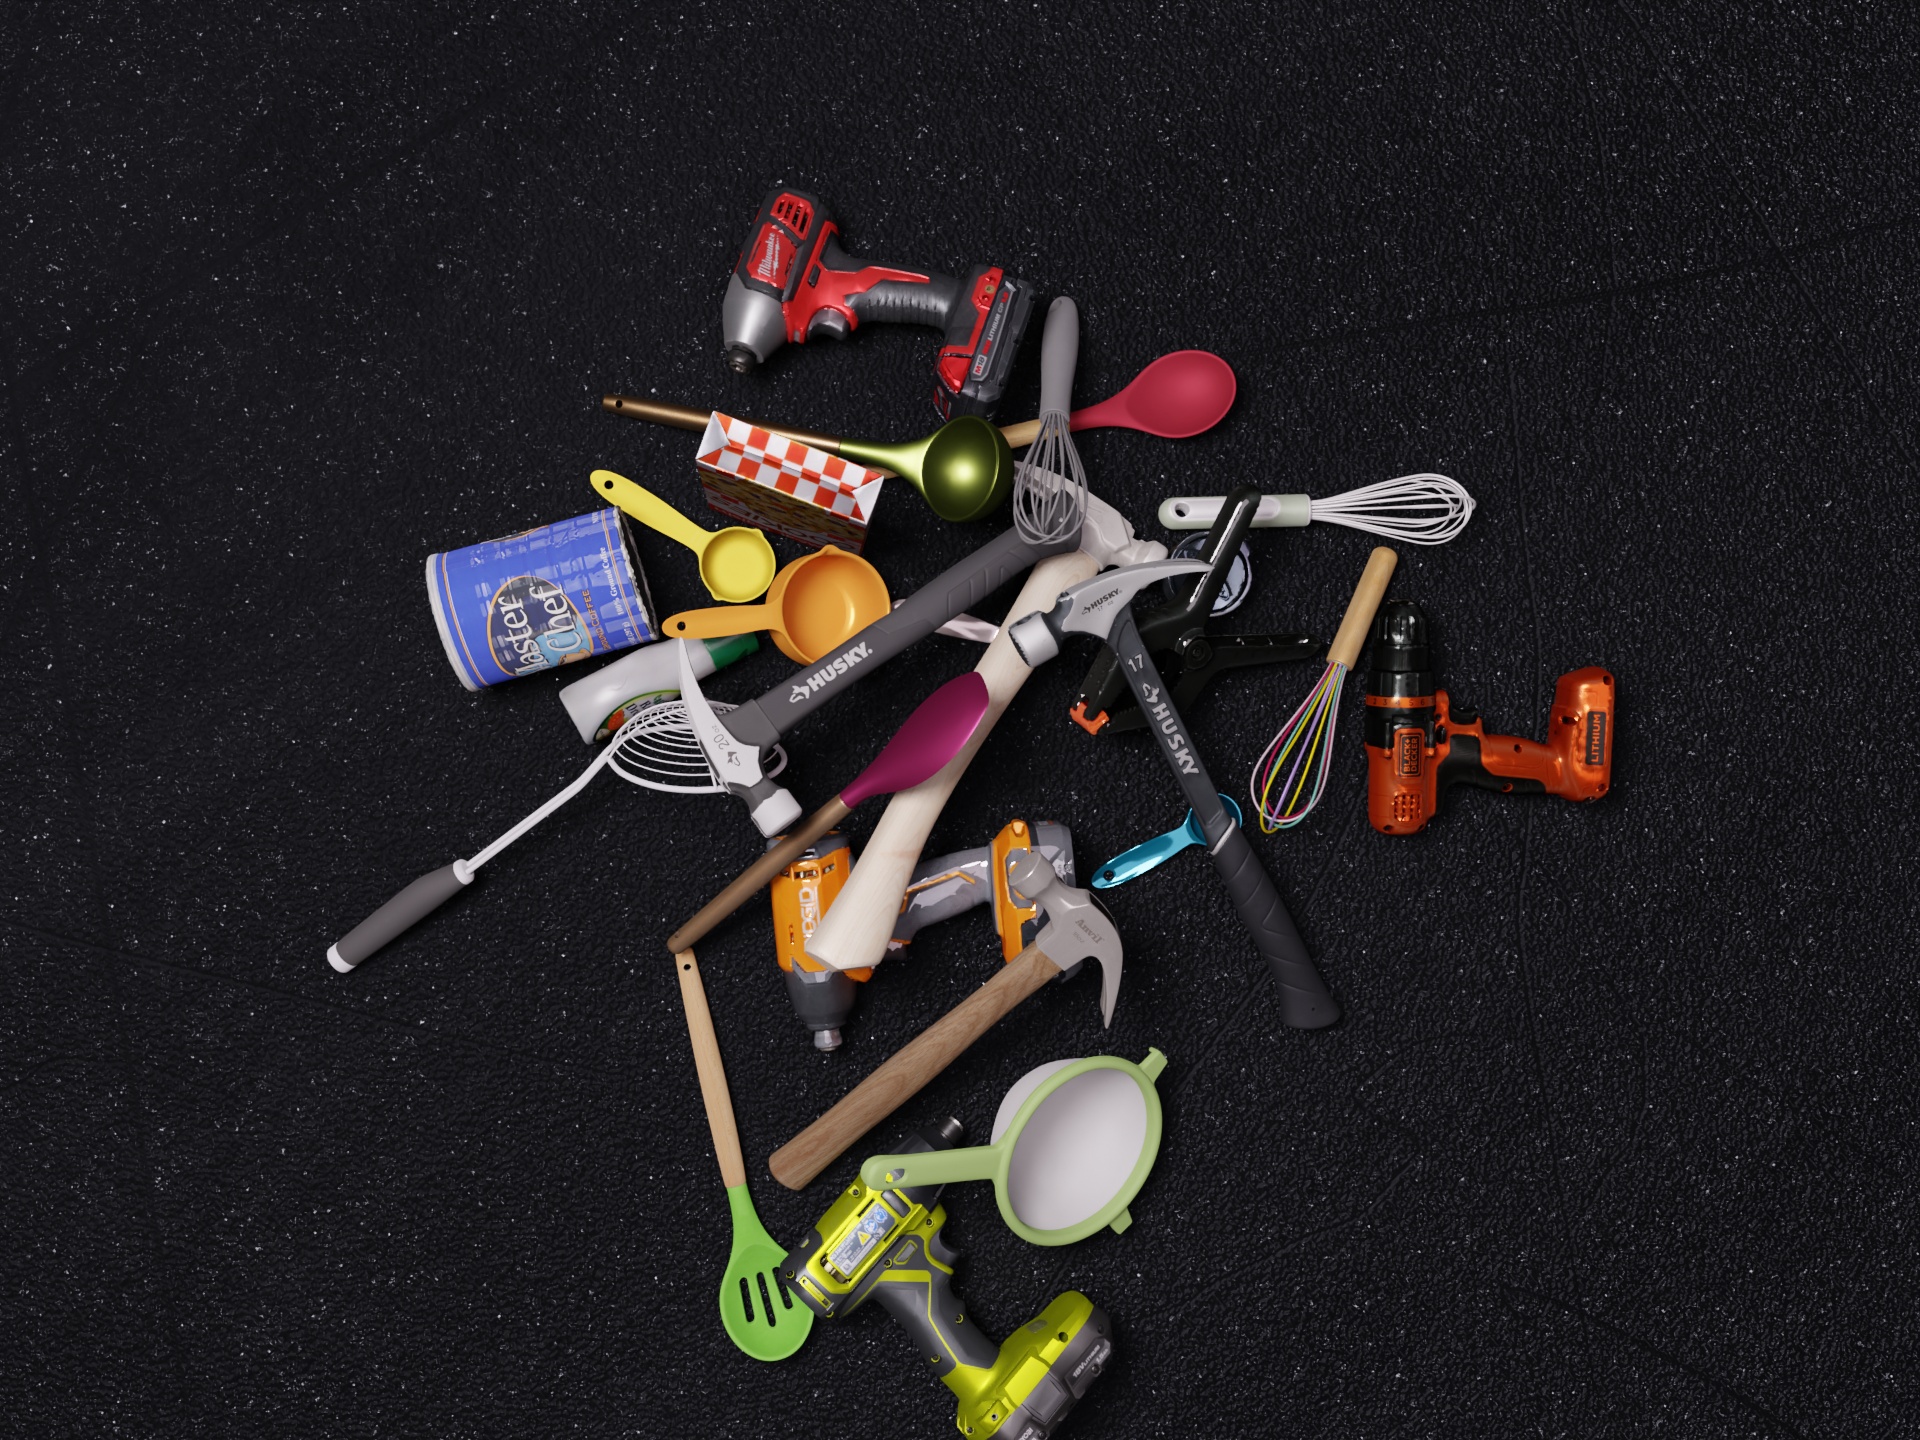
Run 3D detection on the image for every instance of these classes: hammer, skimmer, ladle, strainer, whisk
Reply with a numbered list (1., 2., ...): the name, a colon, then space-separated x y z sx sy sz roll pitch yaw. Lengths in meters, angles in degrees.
1. hammer: -0.002 -0.004 1.164 0.146 0.038 0.411 33 71 -3
2. hammer: 0.190 0.066 1.180 0.149 0.036 0.408 -30 109 -2
3. skimmer: -0.298 0.098 1.169 0.363 0.127 0.090 -35 111 6
4. hammer: -0.015 0.240 1.161 0.130 0.031 0.331 43 108 -15
5. ladle: 0.058 -0.222 1.227 0.315 0.031 0.069 -14 78 -3
6. strainer: 0.030 0.309 1.169 0.256 0.069 0.151 3 103 -33
7. whisk: 0.071 -0.226 1.175 0.055 0.055 0.239 9 59 -5
8. hammer: -0.047 -0.070 1.136 0.335 0.035 0.146 -36 85 -18
9. ladle: -0.116 -0.208 1.171 0.320 0.062 0.078 12 94 8
10. whisk: 0.277 -0.164 1.237 0.246 0.059 0.058 -2 78 -1
11. whisk: 0.286 -0.024 1.235 0.047 0.051 0.245 28 82 -24

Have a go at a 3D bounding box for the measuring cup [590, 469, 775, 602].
1. measuring cup: -0.210 -0.143 1.203 0.156 0.029 0.062 32 87 -2

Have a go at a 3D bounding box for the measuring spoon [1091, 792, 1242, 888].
1. measuring spoon: 0.159 0.097 1.243 0.128 0.021 0.042 -28 92 4

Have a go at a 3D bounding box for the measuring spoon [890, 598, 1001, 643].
1. measuring spoon: 0.006 -0.072 1.225 0.124 0.018 0.034 15 89 -4

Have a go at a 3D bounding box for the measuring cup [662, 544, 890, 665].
1. measuring cup: -0.140 -0.077 1.173 0.173 0.052 0.095 -8 95 -24

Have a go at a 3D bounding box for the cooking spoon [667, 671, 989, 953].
1. cooking spoon: -0.099 0.073 1.133 0.319 0.069 0.017 -40 129 19

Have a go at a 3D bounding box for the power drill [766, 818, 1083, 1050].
1. power drill: -0.026 0.158 1.193 0.226 0.084 0.164 -5 91 -1

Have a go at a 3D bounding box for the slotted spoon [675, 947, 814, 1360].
1. slotted spoon: -0.173 0.325 1.204 0.070 0.031 0.314 -13 89 -12

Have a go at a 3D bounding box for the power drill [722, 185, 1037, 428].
1. power drill: -0.066 -0.296 1.184 0.219 0.078 0.143 20 76 -1

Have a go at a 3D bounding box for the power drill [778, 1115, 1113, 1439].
1. power drill: -0.001 0.424 1.191 0.223 0.080 0.171 45 74 -1
